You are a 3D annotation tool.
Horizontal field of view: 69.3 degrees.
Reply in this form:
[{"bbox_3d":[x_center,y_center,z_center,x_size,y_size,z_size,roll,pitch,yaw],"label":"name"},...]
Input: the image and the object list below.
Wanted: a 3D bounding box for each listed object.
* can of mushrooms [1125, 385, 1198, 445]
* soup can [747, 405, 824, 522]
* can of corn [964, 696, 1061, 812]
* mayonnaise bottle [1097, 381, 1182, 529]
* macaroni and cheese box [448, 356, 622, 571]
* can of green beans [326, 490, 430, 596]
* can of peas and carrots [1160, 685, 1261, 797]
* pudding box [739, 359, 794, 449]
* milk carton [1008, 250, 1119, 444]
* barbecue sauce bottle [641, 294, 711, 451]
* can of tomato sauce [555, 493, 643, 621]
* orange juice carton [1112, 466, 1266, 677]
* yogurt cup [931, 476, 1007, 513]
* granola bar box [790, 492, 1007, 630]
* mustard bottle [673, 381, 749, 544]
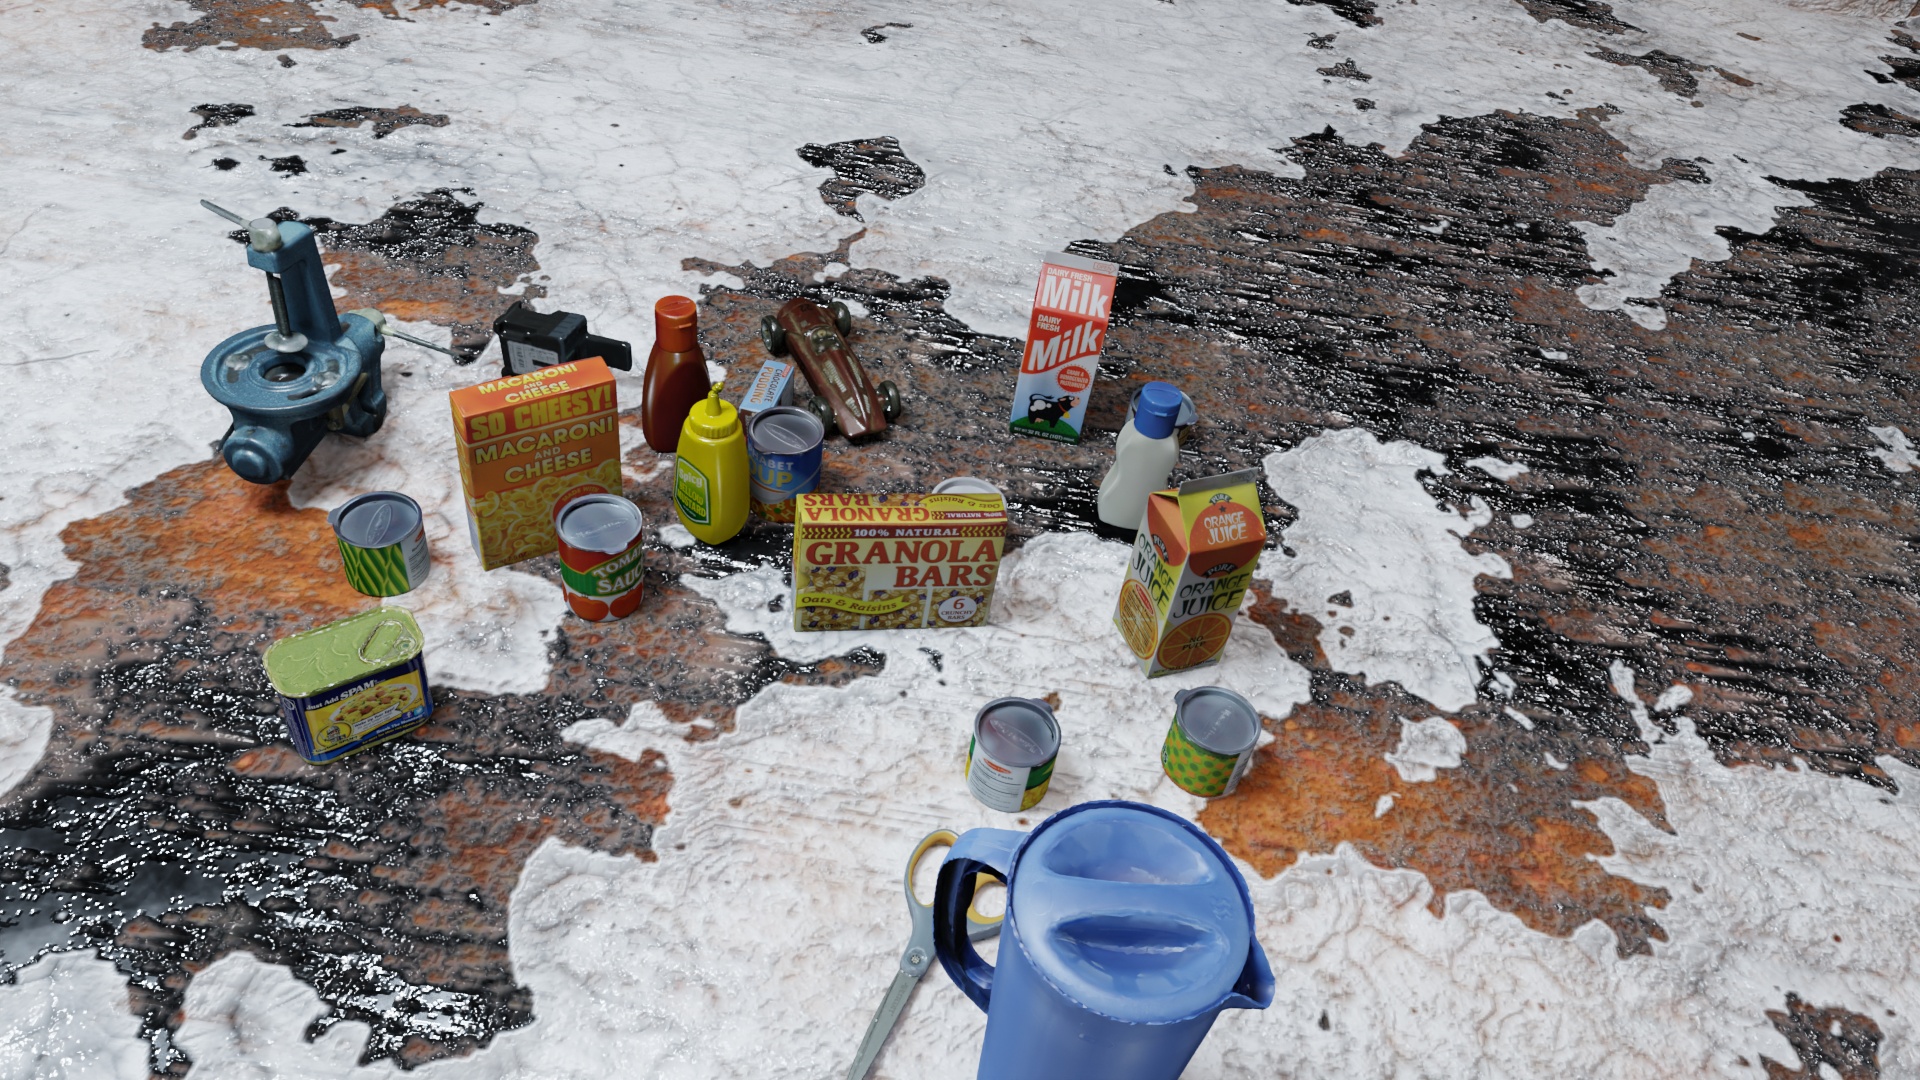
[{"bbox_3d":[0.202,-0.123,1.397,0.071,0.033,0.071,5,43,-5],"label":"can of mushrooms"},{"bbox_3d":[-0.158,-0.066,1.231,0.071,0.083,0.072,5,43,-5],"label":"soup can"},{"bbox_3d":[0.040,0.160,1.047,0.071,0.058,0.071,5,43,-5],"label":"can of corn"},{"bbox_3d":[0.167,-0.075,1.256,0.065,0.147,0.041,9,43,-1],"label":"mayonnaise bottle"},{"bbox_3d":[-0.342,-0.062,1.132,0.124,0.165,0.040,-19,50,-28],"label":"macaroni and cheese box"},{"bbox_3d":[-0.465,0.003,1.119,0.071,0.057,0.071,5,43,-5],"label":"can of green beans"},{"bbox_3d":[0.191,0.155,1.080,0.071,0.058,0.071,5,43,-5],"label":"can of peas and carrots"},{"bbox_3d":[-0.184,-0.128,1.318,0.030,0.049,0.084,13,43,4],"label":"pudding box"},{"bbox_3d":[0.099,-0.192,1.336,0.072,0.189,0.074,11,43,1],"label":"milk carton"},{"bbox_3d":[-0.256,-0.150,1.256,0.065,0.147,0.044,-20,51,-29],"label":"barbecue sauce bottle"},{"bbox_3d":[-0.288,0.016,1.120,0.071,0.082,0.071,5,43,-5],"label":"can of tomato sauce"},{"bbox_3d":[0.187,0.018,1.127,0.072,0.191,0.073,-9,46,-20],"label":"orange juice carton"},{"bbox_3d":[0.004,-0.015,1.230,0.072,0.053,0.073,5,43,-5],"label":"yogurt cup"},{"bbox_3d":[-0.052,0.018,1.132,0.166,0.123,0.039,-1,44,-12],"label":"granola bar box"},{"bbox_3d":[-0.210,-0.070,1.170,0.065,0.159,0.049,34,48,24],"label":"mustard bottle"}]
